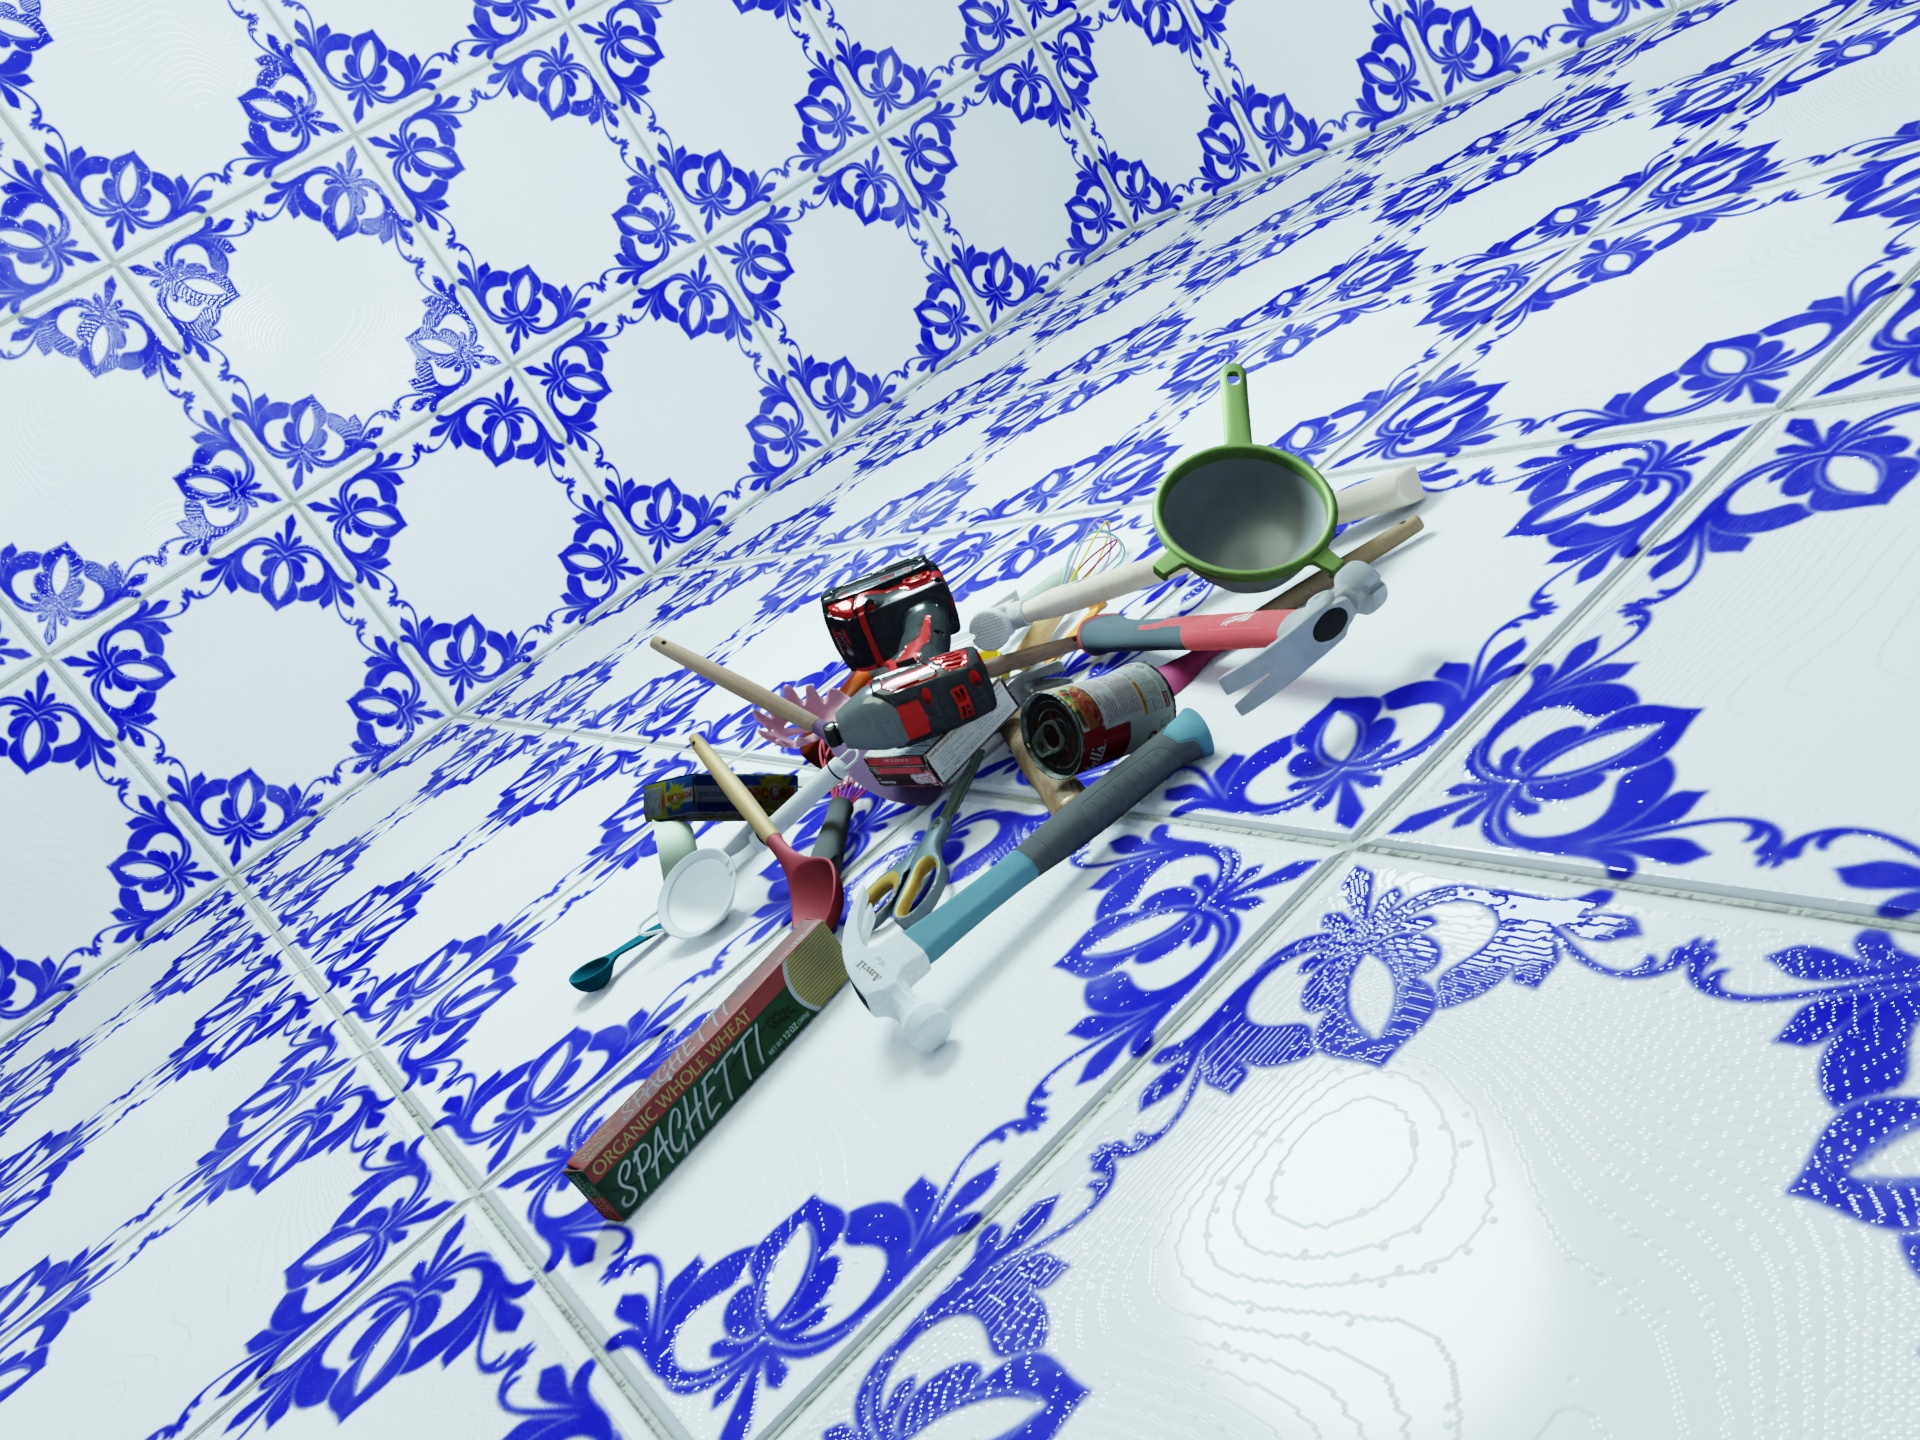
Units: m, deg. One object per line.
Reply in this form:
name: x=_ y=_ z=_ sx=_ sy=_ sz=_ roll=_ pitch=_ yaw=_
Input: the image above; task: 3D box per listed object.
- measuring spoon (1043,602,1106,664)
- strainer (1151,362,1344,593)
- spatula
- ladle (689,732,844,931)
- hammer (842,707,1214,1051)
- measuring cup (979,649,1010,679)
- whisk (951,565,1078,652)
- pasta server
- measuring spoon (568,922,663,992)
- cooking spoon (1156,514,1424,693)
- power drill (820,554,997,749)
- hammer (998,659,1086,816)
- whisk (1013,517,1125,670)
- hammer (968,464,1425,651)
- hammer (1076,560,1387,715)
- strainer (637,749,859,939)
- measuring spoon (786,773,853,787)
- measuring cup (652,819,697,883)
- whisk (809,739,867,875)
measuring spoon: x=0.110 y=-0.089 z=1.551 sx=0.021 sy=0.011 sz=0.117 roll=-13 pitch=26 yaw=45
strainer: x=0.237 y=-0.198 z=1.357 sx=0.151 sy=0.069 sz=0.257 roll=-1 pitch=53 yaw=6
spatula: x=-0.152 y=-0.005 z=1.428 sx=0.316 sy=0.018 sz=0.060 roll=27 pitch=58 yaw=18
ladle: x=-0.170 y=0.089 z=1.352 sx=0.316 sy=0.031 sz=0.069 roll=44 pitch=110 yaw=48
hammer: x=0.057 y=0.092 z=1.105 sx=0.331 sy=0.033 sz=0.128 roll=-36 pitch=44 yaw=-23
measuring cup: x=-0.002 y=-0.005 z=1.514 sx=0.062 sy=0.029 sz=0.156 roll=-6 pitch=43 yaw=53
whisk: x=0.040 y=-0.094 z=1.629 sx=0.246 sy=0.059 sz=0.058 roll=-38 pitch=3 yaw=-32
pasta server: x=-0.033 y=-0.034 z=1.461 sx=0.316 sy=0.040 sz=0.060 roll=-16 pitch=60 yaw=-1
measuring spoon: x=-0.294 y=0.211 z=1.442 sx=0.128 sy=0.021 sz=0.042 roll=-31 pitch=17 yaw=-25
cooking spoon: x=0.240 y=-0.080 z=1.310 sx=0.319 sy=0.017 sz=0.069 roll=-31 pitch=19 yaw=6
power drill: x=-0.056 y=-0.050 z=1.366 sx=0.143 sy=0.078 sz=0.220 roll=-21 pitch=31 yaw=2
hammer: x=0.060 y=0.022 z=1.321 sx=0.130 sy=0.031 sz=0.331 roll=-33 pitch=19 yaw=0
whisk: x=0.109 y=-0.126 z=1.617 sx=0.047 sy=0.051 sz=0.245 roll=-43 pitch=9 yaw=48
hammer: x=0.212 y=-0.150 z=1.440 sx=0.410 sy=0.038 sz=0.146 roll=-17 pitch=9 yaw=18
hammer: x=0.175 y=-0.061 z=1.270 sx=0.143 sy=0.038 sz=0.386 roll=-38 pitch=14 yaw=-16
strainer: x=-0.179 y=0.112 z=1.390 sx=0.258 sy=0.050 sz=0.087 roll=-42 pitch=48 yaw=14
measuring spoon: x=-0.149 y=0.067 z=1.575 sx=0.124 sy=0.018 sz=0.034 roll=-4 pitch=28 yaw=42
measuring cup: x=-0.271 y=0.134 z=1.539 sx=0.038 sy=0.083 sz=0.167 roll=-11 pitch=-2 yaw=-9
whisk: x=-0.105 y=0.067 z=1.432 sx=0.073 sy=0.073 sz=0.296 roll=-26 pitch=25 yaw=19
